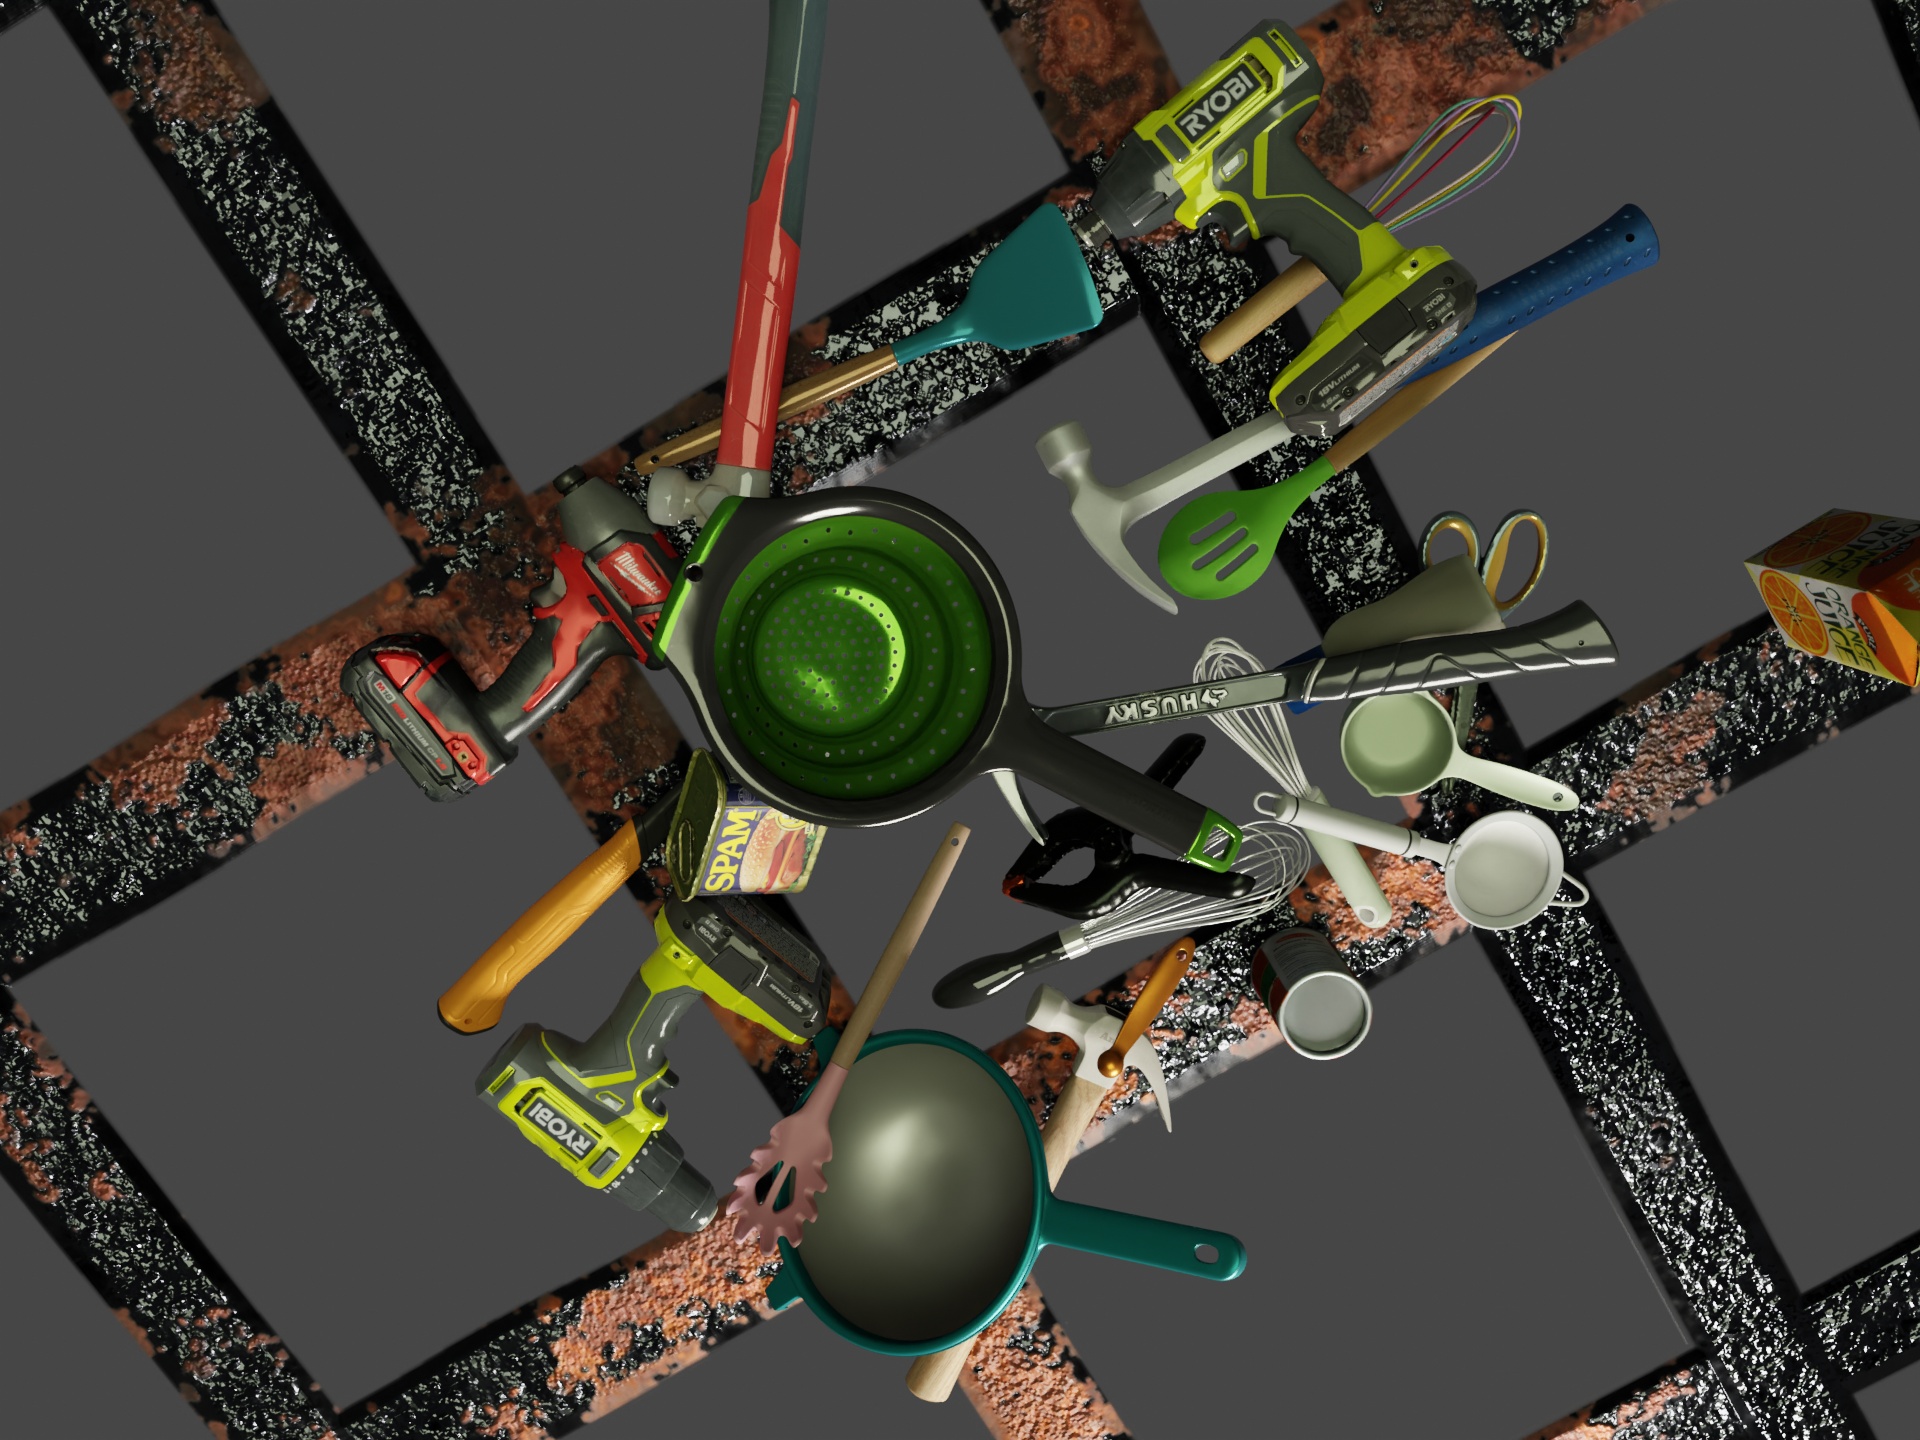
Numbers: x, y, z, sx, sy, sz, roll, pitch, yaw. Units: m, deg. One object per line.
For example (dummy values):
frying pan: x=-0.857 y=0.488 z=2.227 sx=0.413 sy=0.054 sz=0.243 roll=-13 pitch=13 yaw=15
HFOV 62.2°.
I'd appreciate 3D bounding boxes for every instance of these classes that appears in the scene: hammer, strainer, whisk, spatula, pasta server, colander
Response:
hammer: x=0.209 y=-0.017 z=1.027 sx=0.409 sy=0.036 sz=0.149 roll=-9 pitch=98 yaw=11
hammer: x=0.047 y=0.359 z=1.165 sx=0.130 sy=0.031 sz=0.331 roll=24 pitch=101 yaw=-7
strainer: x=0.037 y=0.327 z=1.069 sx=0.340 sy=0.095 sz=0.211 roll=3 pitch=75 yaw=28
whisk: x=0.109 y=0.140 z=1.109 sx=0.284 sy=0.070 sz=0.070 roll=-23 pitch=103 yaw=7
strainer: x=0.313 y=0.084 z=1.091 sx=0.258 sy=0.050 sz=0.087 roll=16 pitch=100 yaw=-17
hammer: x=-0.239 y=0.093 z=1.073 sx=0.337 sy=0.034 sz=0.127 roll=-43 pitch=131 yaw=11
hammer: x=-0.101 y=-0.305 z=0.988 sx=0.143 sy=0.038 sz=0.386 roll=9 pitch=98 yaw=4
whisk: x=0.234 y=0.046 z=1.099 sx=0.058 sy=0.059 sz=0.246 roll=-17 pitch=113 yaw=46
whisk: x=0.254 y=-0.315 z=1.018 sx=0.245 sy=0.047 sz=0.051 roll=-37 pitch=84 yaw=10
spatula: x=-0.068 y=-0.228 z=1.023 sx=0.317 sy=0.044 sz=0.082 roll=-23 pitch=95 yaw=4
hammer: x=0.259 y=-0.212 z=1.026 sx=0.405 sy=0.035 sz=0.144 roll=-27 pitch=85 yaw=3
pasta server: x=-0.069 y=0.212 z=1.087 sx=0.060 sy=0.040 sz=0.316 roll=28 pitch=85 yaw=-5
colander: x=-0.002 y=-0.003 z=1.007 sx=0.397 sy=0.094 sz=0.204 roll=27 pitch=86 yaw=-15

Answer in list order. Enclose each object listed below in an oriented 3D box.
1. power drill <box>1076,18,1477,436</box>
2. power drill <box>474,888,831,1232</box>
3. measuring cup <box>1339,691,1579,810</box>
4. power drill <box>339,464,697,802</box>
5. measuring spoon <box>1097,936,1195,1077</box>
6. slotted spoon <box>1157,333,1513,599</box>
power drill: x=0.192 y=-0.292 z=0.980 sx=0.171 sy=0.080 sz=0.223 roll=-38 pitch=81 yaw=12
power drill: x=-0.196 y=0.235 z=1.105 sx=0.190 sy=0.080 sz=0.228 roll=42 pitch=101 yaw=-9
measuring cup: x=0.340 y=0.025 z=1.090 sx=0.167 sy=0.038 sz=0.083 roll=19 pitch=108 yaw=0
power drill: x=-0.281 y=-0.058 z=1.037 sx=0.219 sy=0.078 sz=0.143 roll=-34 pitch=103 yaw=2
measuring spoon: x=0.134 y=0.202 z=1.123 sx=0.021 sy=0.011 sz=0.117 roll=37 pitch=77 yaw=-9
slotted spoon: x=0.264 y=-0.188 z=1.055 sx=0.314 sy=0.031 sz=0.070 roll=-38 pitch=99 yaw=4
